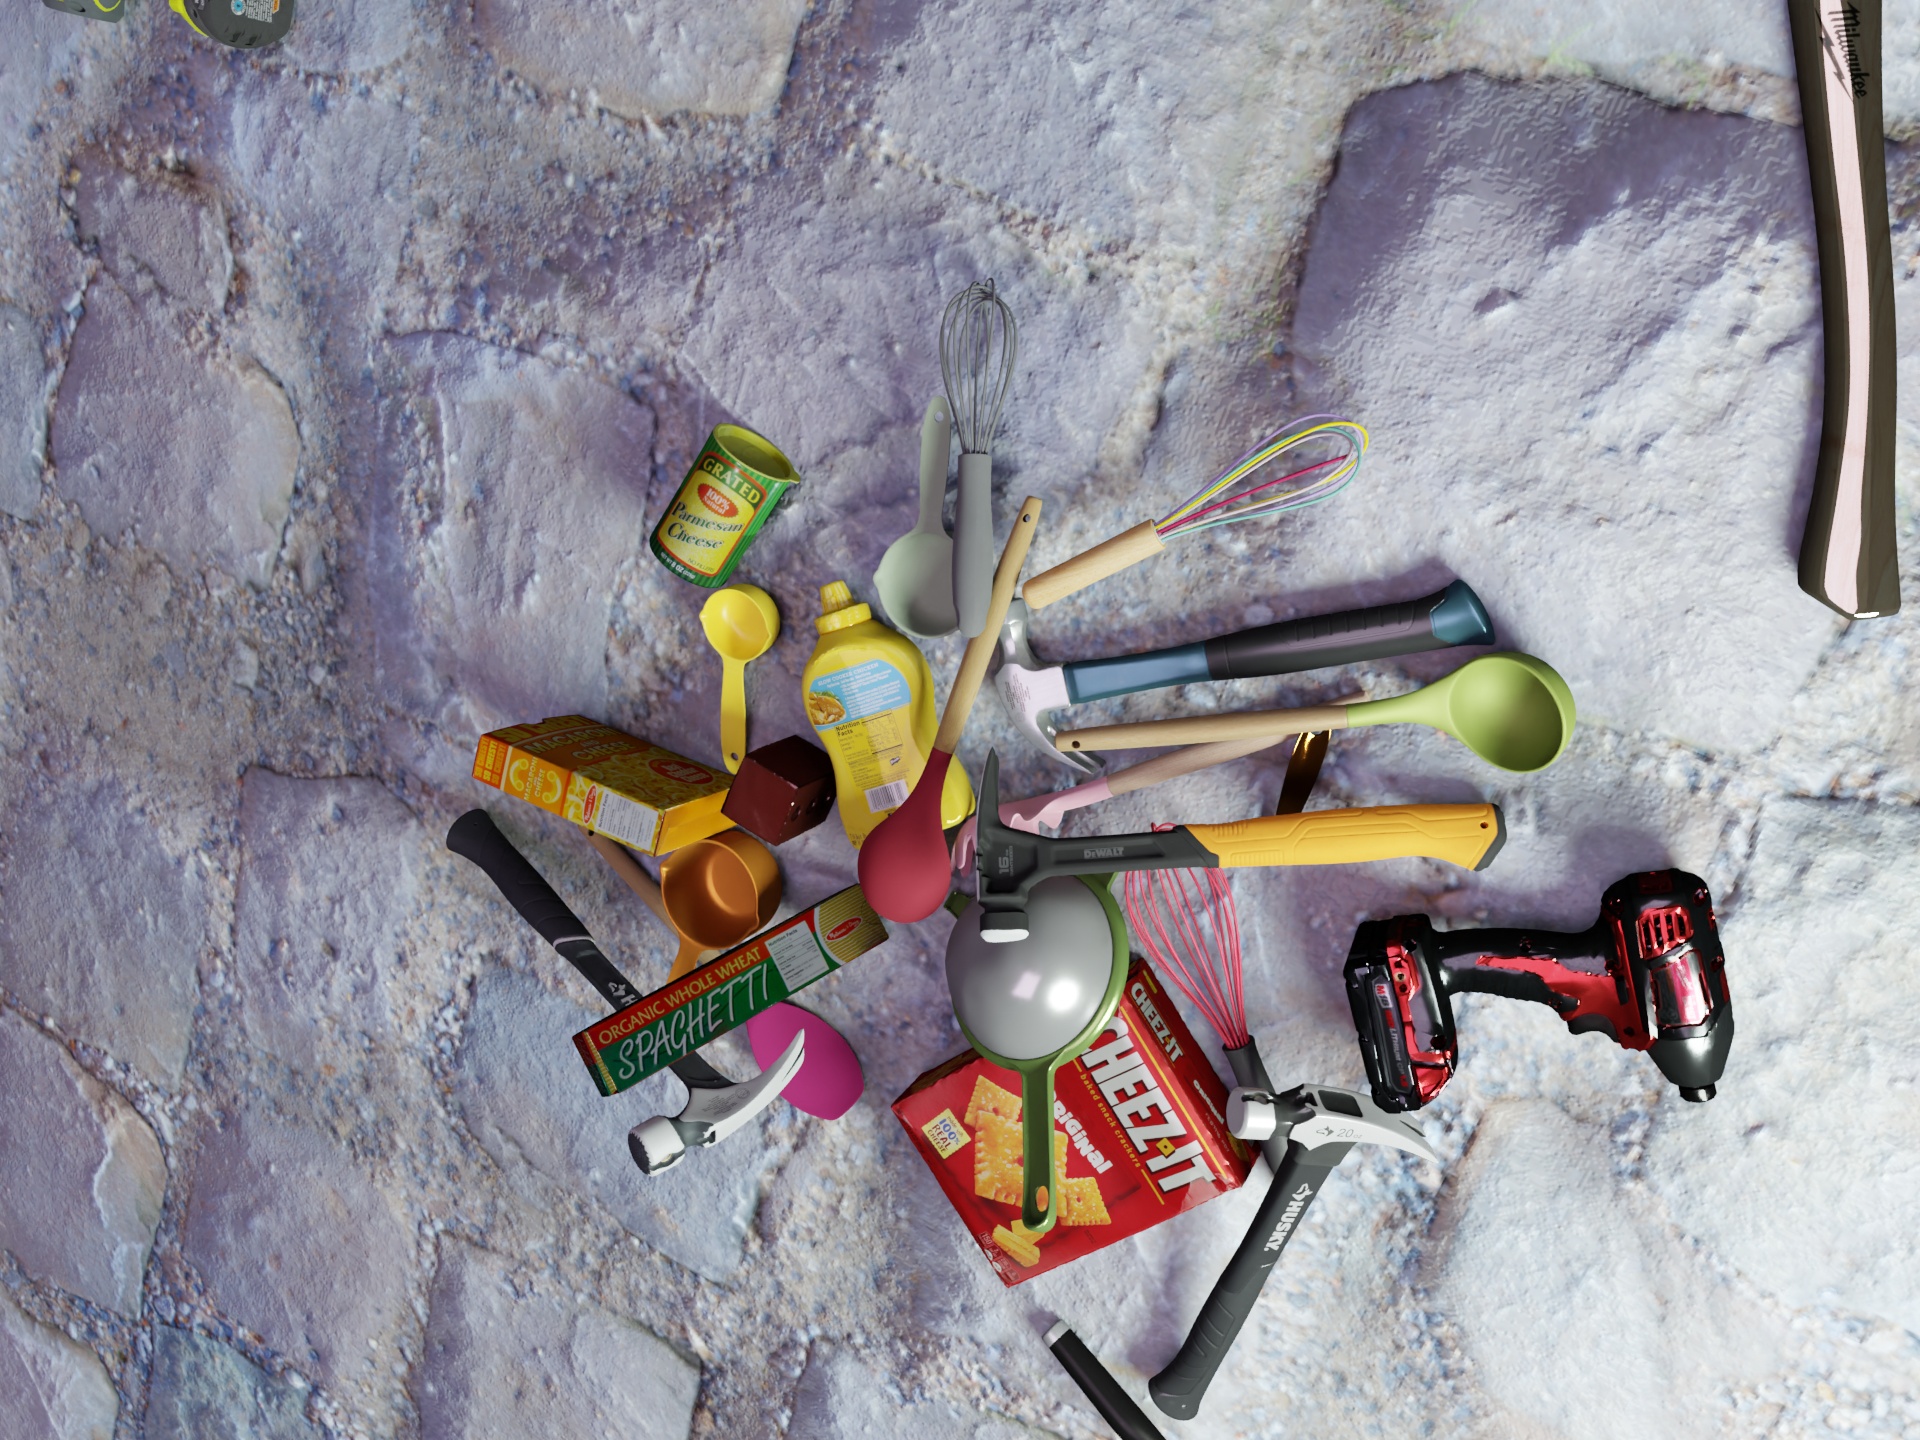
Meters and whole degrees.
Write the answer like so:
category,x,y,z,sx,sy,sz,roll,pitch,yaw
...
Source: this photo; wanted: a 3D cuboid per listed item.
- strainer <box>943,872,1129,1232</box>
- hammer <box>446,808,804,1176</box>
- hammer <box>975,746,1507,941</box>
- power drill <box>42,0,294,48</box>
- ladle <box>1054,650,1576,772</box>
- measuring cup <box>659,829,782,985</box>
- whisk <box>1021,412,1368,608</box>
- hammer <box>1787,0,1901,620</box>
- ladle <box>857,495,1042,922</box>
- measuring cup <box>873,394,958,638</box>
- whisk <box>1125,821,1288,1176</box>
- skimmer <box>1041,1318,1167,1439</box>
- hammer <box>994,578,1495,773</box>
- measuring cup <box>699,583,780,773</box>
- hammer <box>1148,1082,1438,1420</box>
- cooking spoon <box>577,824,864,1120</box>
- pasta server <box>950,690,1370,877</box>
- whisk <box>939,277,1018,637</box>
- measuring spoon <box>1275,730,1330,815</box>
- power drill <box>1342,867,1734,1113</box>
category,x,y,z,sx,sy,sz,roll,pitch,yaw
strainer,0.037,0.211,1.078,0.151,0.069,0.257,-18,59,33
hammer,-0.280,0.179,1.216,0.409,0.149,0.036,36,135,37
hammer,0.177,0.072,1.029,0.337,0.034,0.127,-4,72,7
power drill,-0.627,-0.625,1.242,0.223,0.080,0.171,22,110,21
ladle,0.216,0.005,0.999,0.320,0.062,0.078,-5,114,13
measuring cup,-0.196,0.166,1.250,0.095,0.052,0.173,28,112,18
whisk,0.149,-0.128,1.028,0.245,0.047,0.051,-25,82,23
hammer,0.493,-0.260,0.860,0.146,0.038,0.410,-4,101,23
ladle,-0.002,-0.003,1.094,0.069,0.031,0.315,21,99,10
measuring cup,-0.014,-0.141,1.108,0.083,0.038,0.167,9,104,22
whisk,0.183,0.205,1.093,0.073,0.073,0.295,-19,99,26
skimmer,0.206,0.585,1.188,0.363,0.090,0.127,45,120,19
hammer,0.178,-0.043,1.049,0.331,0.033,0.128,-9,98,25
measuring cup,-0.166,-0.032,1.212,0.062,0.029,0.156,16,120,20
hammer,0.206,0.378,1.101,0.146,0.035,0.334,7,123,-15
cooking spoon,-0.197,0.193,1.276,0.319,0.017,0.069,45,96,9
pasta server,0.129,0.044,1.088,0.316,0.060,0.040,-20,72,23
whisk,0.011,-0.175,1.059,0.055,0.055,0.239,2,91,23
measuring spoon,0.222,0.043,1.053,0.021,0.011,0.116,13,117,0
power drill,0.364,0.179,0.999,0.219,0.078,0.143,-12,98,23
